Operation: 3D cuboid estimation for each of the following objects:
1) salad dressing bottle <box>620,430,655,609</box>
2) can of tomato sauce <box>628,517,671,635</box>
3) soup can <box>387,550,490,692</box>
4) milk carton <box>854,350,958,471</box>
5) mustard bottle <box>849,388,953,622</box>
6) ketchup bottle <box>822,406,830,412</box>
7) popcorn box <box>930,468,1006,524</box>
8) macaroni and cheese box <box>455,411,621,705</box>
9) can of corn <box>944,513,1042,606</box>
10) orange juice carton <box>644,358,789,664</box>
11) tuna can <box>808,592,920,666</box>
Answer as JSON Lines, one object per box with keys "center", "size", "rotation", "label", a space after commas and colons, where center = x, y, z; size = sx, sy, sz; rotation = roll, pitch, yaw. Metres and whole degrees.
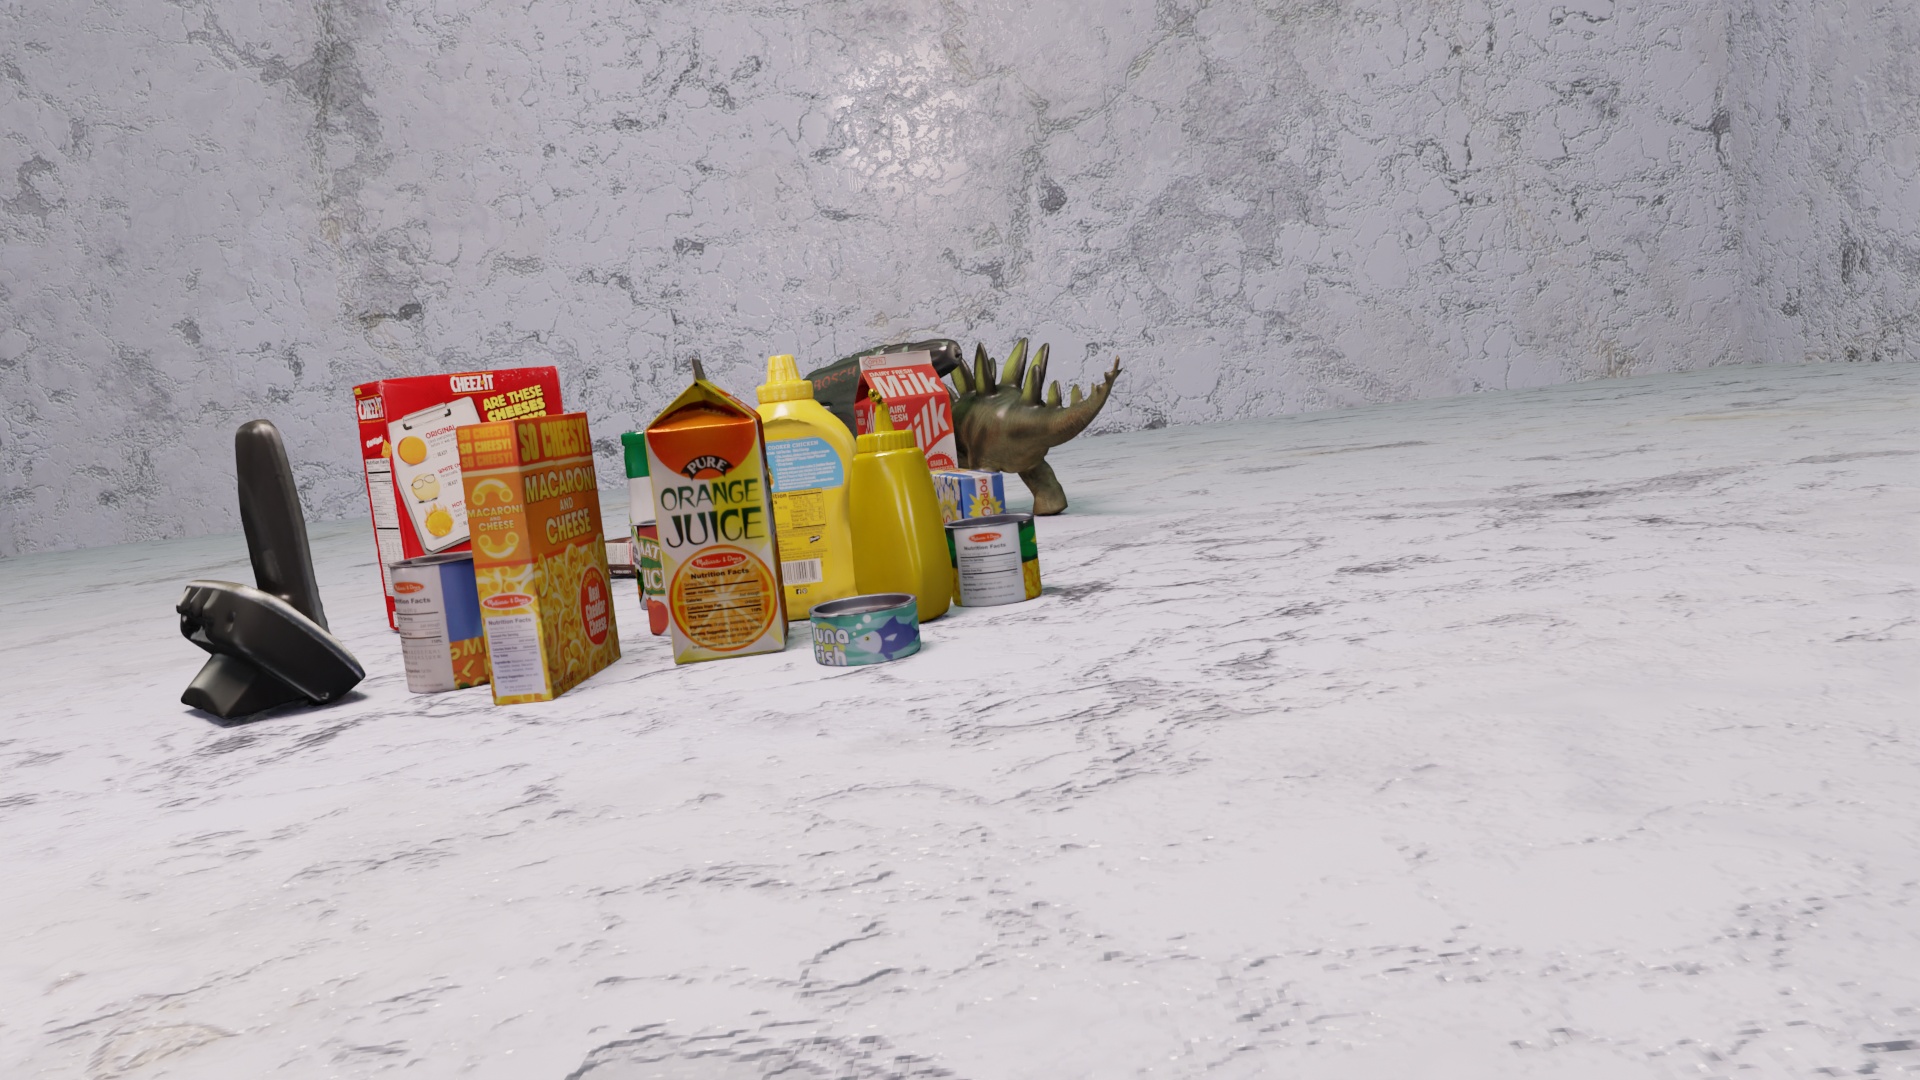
{"center": [-0.254, -0.018, 1.155], "size": [0.044, 0.147, 0.064], "rotation": [-8, 6, -14], "label": "salad dressing bottle"}
{"center": [-0.202, 0.024, 1.022], "size": [0.071, 0.083, 0.071], "rotation": [-6, 6, 1], "label": "can of tomato sauce"}
{"center": [-0.331, 0.051, 0.910], "size": [0.071, 0.083, 0.071], "rotation": [-6, 6, 1], "label": "soup can"}
{"center": [-0.049, -0.079, 1.290], "size": [0.072, 0.190, 0.073], "rotation": [-9, 6, -21], "label": "milk carton"}
{"center": [-0.044, -0.024, 0.946], "size": [0.065, 0.160, 0.049], "rotation": [-2, 7, 36], "label": "mustard bottle"}
{"center": [-0.138, -0.058, 1.381], "size": [0.044, 0.148, 0.064], "rotation": [-10, 7, -33], "label": "ketchup bottle"}
{"center": [0.004, -0.014, 1.139], "size": [0.038, 0.085, 0.127], "rotation": [-8, 7, -15], "label": "popcorn box"}
{"center": [-0.261, 0.006, 0.866], "size": [0.040, 0.166, 0.124], "rotation": [-6, 6, 6], "label": "macaroni and cheese box"}
{"center": [0.024, 0.013, 1.000], "size": [0.071, 0.058, 0.071], "rotation": [-6, 6, 1], "label": "can of corn"}
{"center": [-0.160, -0.023, 0.907], "size": [0.073, 0.192, 0.072], "rotation": [-7, 6, -4], "label": "orange juice carton"}
{"center": [-0.059, 0.054, 0.841], "size": [0.071, 0.032, 0.071], "rotation": [-6, 6, 1], "label": "tuna can"}
